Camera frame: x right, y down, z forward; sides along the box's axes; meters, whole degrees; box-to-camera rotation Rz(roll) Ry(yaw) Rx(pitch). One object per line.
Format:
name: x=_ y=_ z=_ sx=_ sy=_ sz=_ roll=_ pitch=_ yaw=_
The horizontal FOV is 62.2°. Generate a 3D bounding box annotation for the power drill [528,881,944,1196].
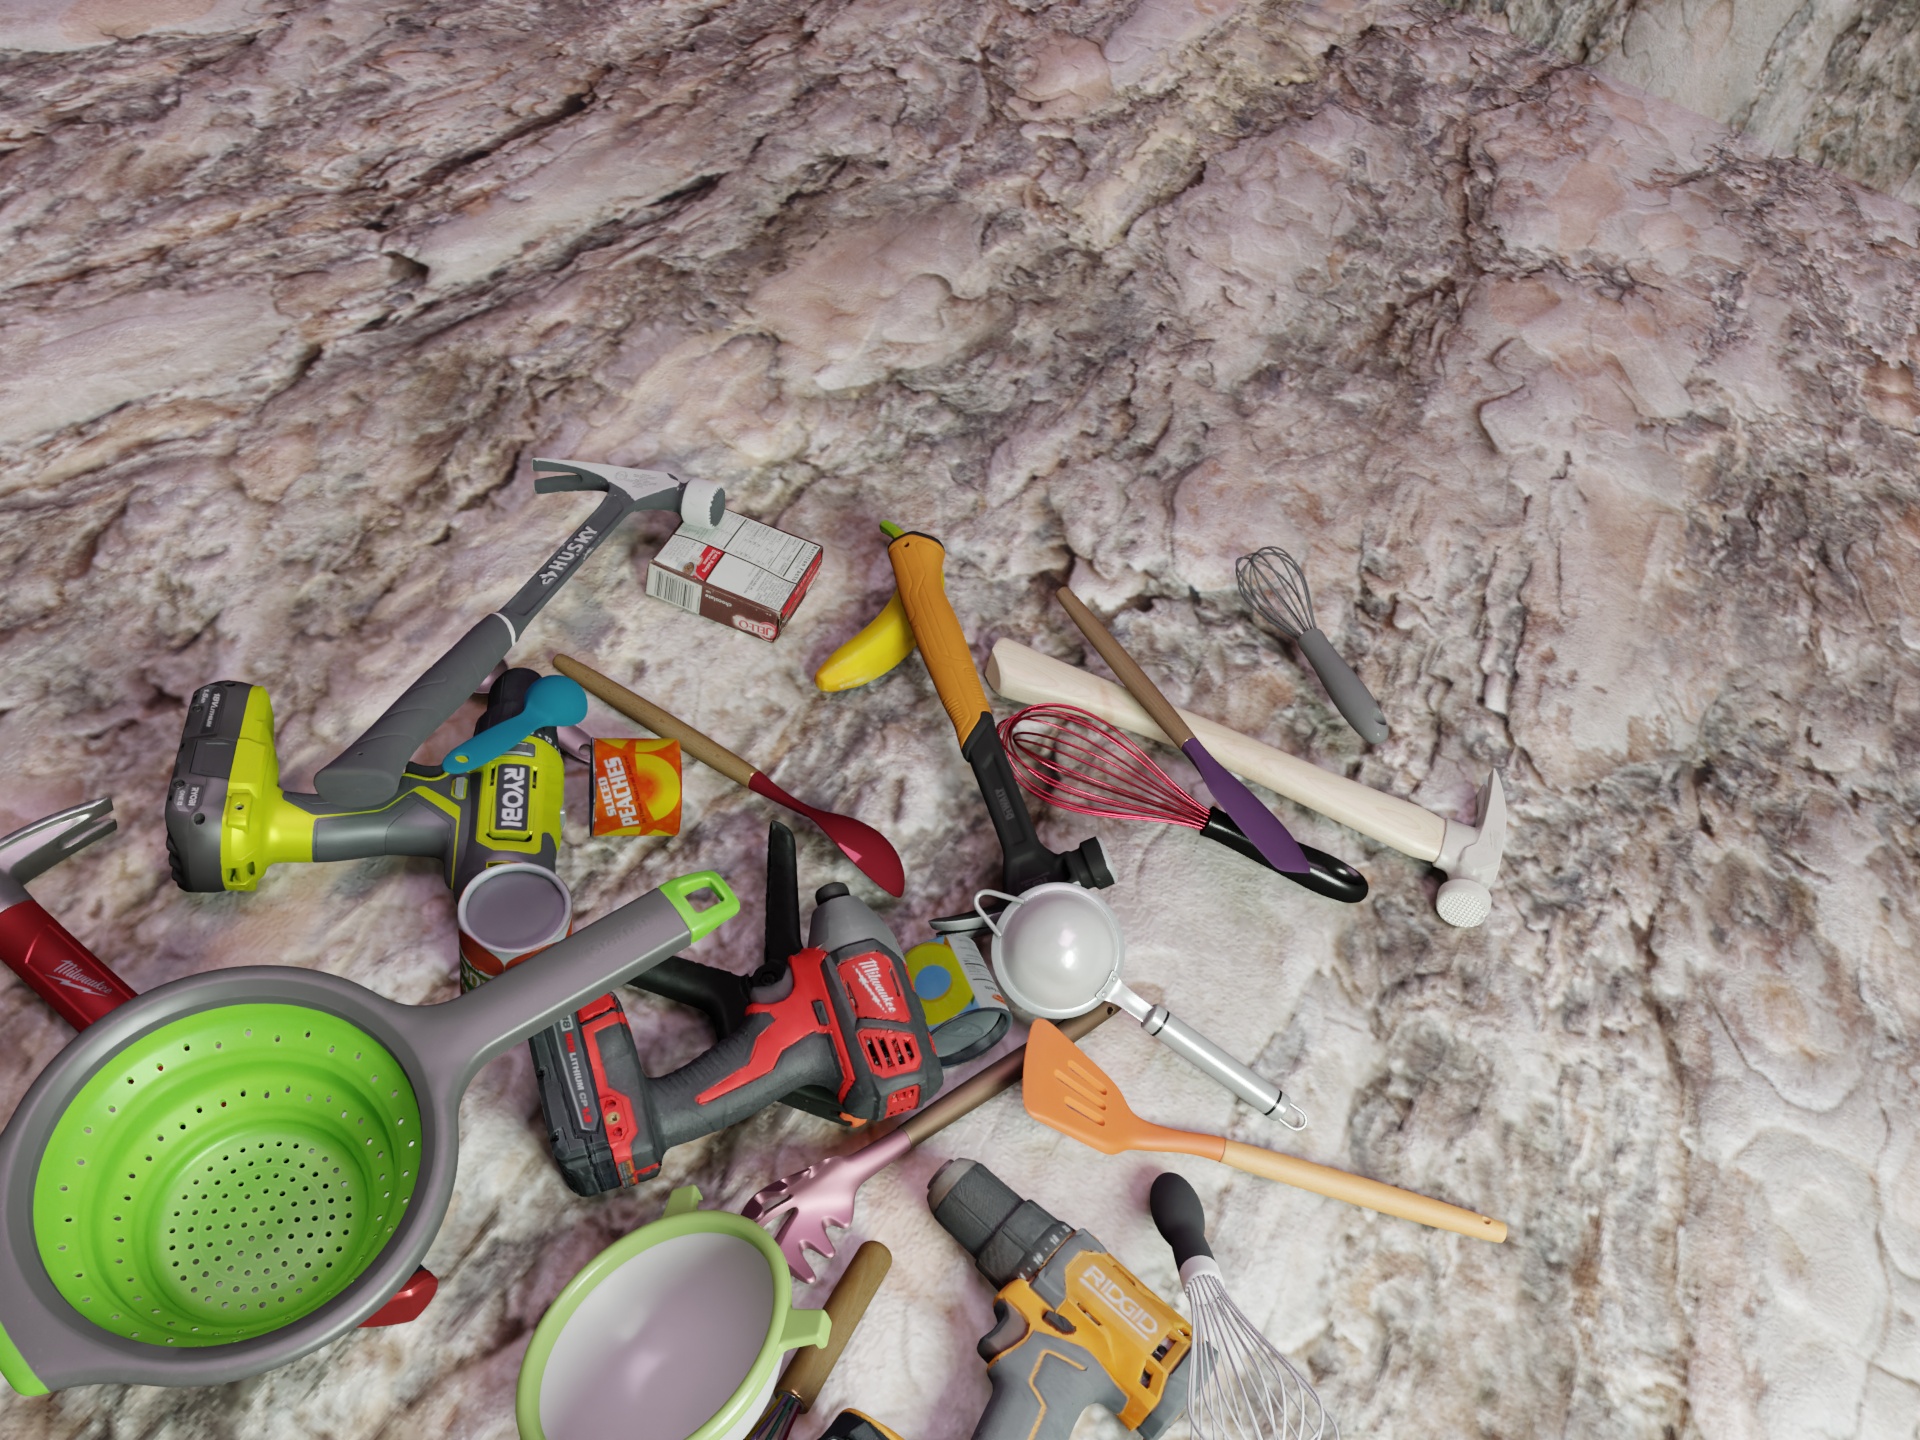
power drill: x=-0.132 y=0.179 z=0.918 sx=0.219 sy=0.078 sz=0.143 roll=-14 pitch=62 yaw=-14

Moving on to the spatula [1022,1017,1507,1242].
spatula: x=0.188 y=0.267 z=0.985 sx=0.322 sy=0.041 sz=0.081 roll=17 pitch=34 yaw=-2

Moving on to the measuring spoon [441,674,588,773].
measuring spoon: x=-0.284 y=0.000 z=1.018 sx=0.042 sy=0.021 sz=0.129 roll=33 pitch=34 yaw=10

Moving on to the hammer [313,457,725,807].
hammer: x=-0.307 y=-0.075 z=1.084 sx=0.149 sy=0.036 sz=0.409 roll=14 pitch=38 yaw=10

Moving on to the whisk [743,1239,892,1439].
whisk: x=-0.101 y=0.366 z=0.817 sx=0.047 sy=0.051 sz=0.245 roll=23 pitch=44 yaw=14

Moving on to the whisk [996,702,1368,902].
whisk: x=0.161 y=0.064 z=1.154 sx=0.296 sy=0.073 sz=0.073 roll=25 pitch=47 yaw=-1

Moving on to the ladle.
ladle: x=-0.163 y=0.030 z=1.104 sx=0.315 sy=0.069 sz=0.031 roll=30 pitch=88 yaw=19

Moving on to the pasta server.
pasta server: x=-0.009 y=0.241 z=0.958 sx=0.316 sy=0.060 sz=0.040 roll=-25 pitch=18 yaw=-35

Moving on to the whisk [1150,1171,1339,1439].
whisk: x=0.133 y=0.314 z=0.837 sx=0.070 sy=0.070 sz=0.285 roll=11 pitch=11 yaw=-6

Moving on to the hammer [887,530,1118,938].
hammer: x=-0.002 y=-0.004 z=1.134 sx=0.127 sy=0.034 sz=0.337 roll=-22 pitch=56 yaw=3

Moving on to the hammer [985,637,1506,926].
hammer: x=0.217 y=0.021 z=1.220 sx=0.410 sy=0.038 sz=0.146 roll=23 pitch=45 yaw=6

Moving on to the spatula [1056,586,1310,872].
spatula: x=0.157 y=0.001 z=1.179 sx=0.059 sy=0.018 sz=0.316 roll=8 pitch=36 yaw=-44

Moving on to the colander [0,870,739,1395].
colander: x=-0.288 y=0.197 z=0.820 sx=0.397 sy=0.094 sz=0.205 roll=-28 pitch=63 yaw=-29

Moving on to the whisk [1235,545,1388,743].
whisk: x=0.287 y=-0.064 z=1.293 sx=0.055 sy=0.055 sz=0.239 roll=-5 pitch=44 yaw=-19

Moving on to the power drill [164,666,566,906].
power drill: x=-0.369 y=0.037 z=1.018 sx=0.228 sy=0.080 sz=0.191 roll=4 pitch=48 yaw=-16

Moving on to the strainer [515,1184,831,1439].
strainer: x=-0.179 y=0.361 z=0.783 sx=0.256 sy=0.069 sz=0.152 roll=-41 pitch=34 yaw=-22

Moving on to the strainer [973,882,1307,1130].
strainer: x=0.118 y=0.185 z=1.012 sx=0.258 sy=0.050 sz=0.087 roll=35 pitch=80 yaw=-4

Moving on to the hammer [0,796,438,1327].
hammer: x=-0.425 y=0.190 z=0.889 sx=0.386 sy=0.038 sz=0.143 roll=35 pitch=48 yaw=16

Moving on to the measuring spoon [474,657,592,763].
measuring spoon: x=-0.300 y=-0.005 z=1.118 sx=0.124 sy=0.018 sz=0.034 roll=36 pitch=64 yaw=9

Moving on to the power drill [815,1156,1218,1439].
power drill: x=0.006 y=0.349 z=0.837 sx=0.185 sy=0.084 sz=0.226 roll=39 pitch=46 yaw=19
